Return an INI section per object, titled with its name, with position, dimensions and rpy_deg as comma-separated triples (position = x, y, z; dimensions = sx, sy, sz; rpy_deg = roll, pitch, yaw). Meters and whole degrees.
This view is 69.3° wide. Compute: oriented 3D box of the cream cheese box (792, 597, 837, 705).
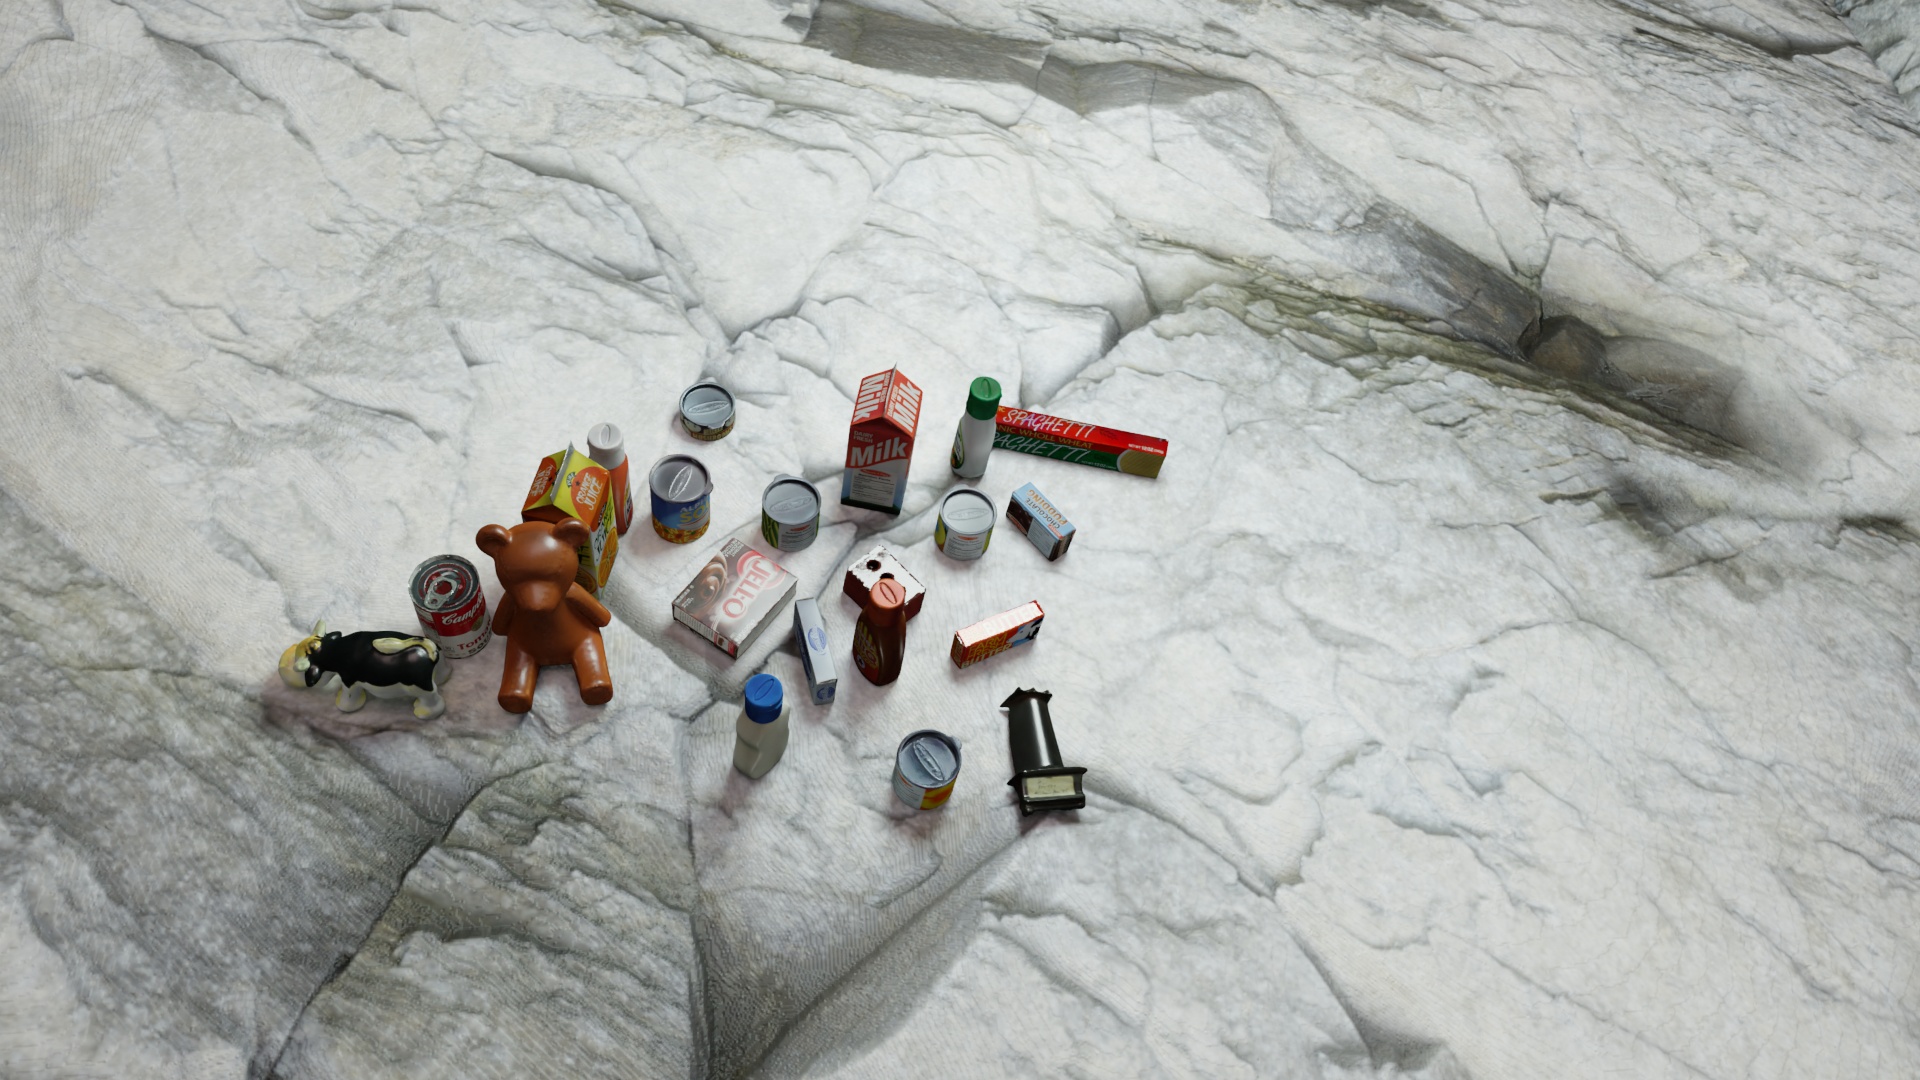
[cream cheese box]
position = -0.155, 0.118, 1.478
dimensions = 0.024, 0.053, 0.104
rpy_deg = -10, 59, -16

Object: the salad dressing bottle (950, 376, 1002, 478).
[salad dressing bottle]
position = 0.019, -0.132, 1.618
dimensions = 0.044, 0.146, 0.064
rpy_deg = 0, 57, -9

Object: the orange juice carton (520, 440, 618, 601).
[orange juice carton]
position = -0.406, -0.020, 1.444
dimensions = 0.073, 0.191, 0.072
rpy_deg = 12, 56, -2

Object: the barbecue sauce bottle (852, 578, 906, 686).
[barbecue sauce bottle]
position = -0.082, 0.093, 1.450
dimensions = 0.044, 0.147, 0.065
rpy_deg = -25, 64, -23

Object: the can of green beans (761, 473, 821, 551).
[can of green beans]
position = -0.191, -0.029, 1.568
dimensions = 0.071, 0.057, 0.071
rpy_deg = 4, 56, -7

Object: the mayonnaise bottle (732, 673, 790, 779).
[mayonnaise bottle]
position = -0.196, 0.180, 1.372
dimensions = 0.041, 0.147, 0.065
rpy_deg = 33, 58, 13

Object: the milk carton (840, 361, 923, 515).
[milk carton]
position = -0.088, -0.116, 1.563
dimensions = 0.073, 0.189, 0.073
rpy_deg = 11, 56, -2

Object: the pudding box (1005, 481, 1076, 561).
[pudding box]
position = 0.093, -0.022, 1.616
dimensions = 0.030, 0.049, 0.084
rpy_deg = -33, 67, -27

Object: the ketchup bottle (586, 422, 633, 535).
[ketchup bottle]
position = -0.381, -0.069, 1.508
dimensions = 0.043, 0.148, 0.065
rpy_deg = 1, 57, -9

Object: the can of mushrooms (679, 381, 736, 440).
[can of mushrooms]
position = -0.299, -0.151, 1.646
dimensions = 0.071, 0.033, 0.071
rpy_deg = 4, 56, -7

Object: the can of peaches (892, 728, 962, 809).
[can of peaches]
position = -0.033, 0.233, 1.419
dimensions = 0.071, 0.057, 0.071
rpy_deg = 4, 56, -7

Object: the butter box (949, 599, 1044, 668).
[butter box]
position = 0.040, 0.103, 1.522
dimensions = 0.104, 0.052, 0.024
rpy_deg = -20, 62, -21

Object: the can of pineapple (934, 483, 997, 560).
[can of pineapple]
position = 0.006, -0.020, 1.595
dimensions = 0.071, 0.057, 0.071
rpy_deg = 4, 56, -7

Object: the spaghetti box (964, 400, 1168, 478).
[spaghetti box]
position = 0.125, -0.123, 1.689
dimensions = 0.250, 0.050, 0.029
rpy_deg = 11, 56, -2

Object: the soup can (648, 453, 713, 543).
[soup can]
position = -0.309, -0.044, 1.543
dimensions = 0.071, 0.083, 0.072
rpy_deg = 4, 56, -7
